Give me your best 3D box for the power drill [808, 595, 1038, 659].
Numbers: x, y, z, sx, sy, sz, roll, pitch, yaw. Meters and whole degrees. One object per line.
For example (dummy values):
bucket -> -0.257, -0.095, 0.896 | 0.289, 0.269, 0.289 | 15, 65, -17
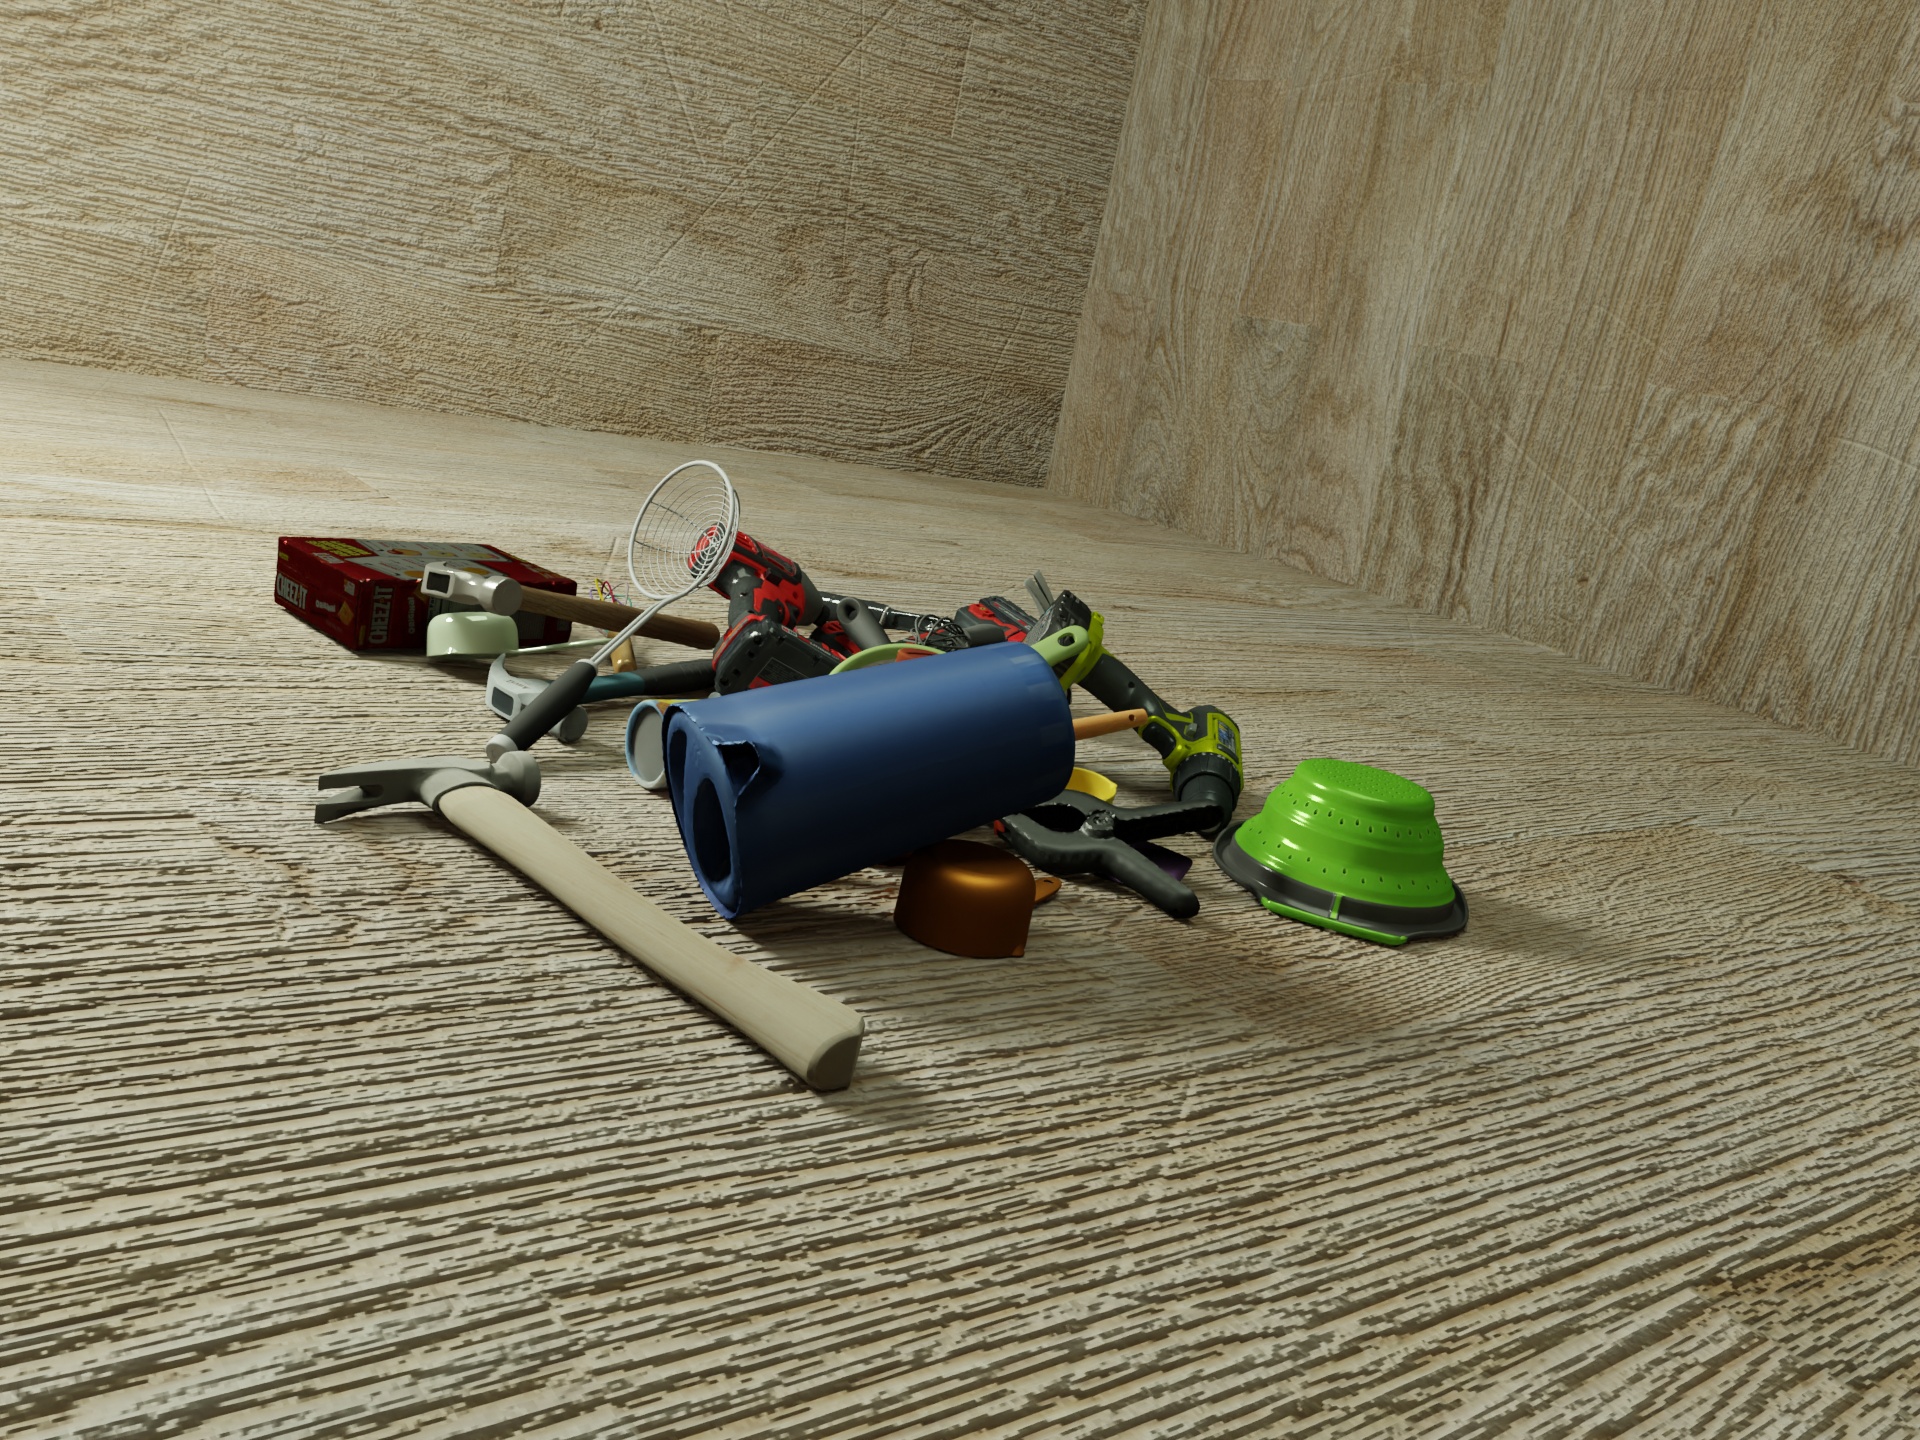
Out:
power drill -> -0.013, -0.044, 1.519 | 0.226, 0.080, 0.188 | -10, 33, -34

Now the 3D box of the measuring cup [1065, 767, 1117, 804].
measuring cup -> 0.111, 0.087, 1.267 | 0.062, 0.029, 0.157 | 3, 28, -20

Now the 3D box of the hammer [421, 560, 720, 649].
hammer -> -0.330, -0.096, 1.396 | 0.130, 0.031, 0.331 | 14, 2, 31

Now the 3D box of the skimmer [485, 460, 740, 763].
skimmer -> -0.284, -0.094, 1.268 | 0.127, 0.090, 0.363 | -18, 23, 32

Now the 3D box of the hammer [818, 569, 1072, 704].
hammer -> -0.068, -0.113, 1.722 | 0.409, 0.149, 0.036 | 12, 34, 28

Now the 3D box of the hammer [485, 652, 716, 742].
hammer -> -0.275, -0.032, 1.382 | 0.128, 0.033, 0.331 | 20, 16, 26

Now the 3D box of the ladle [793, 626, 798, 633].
ladle -> -0.188, -0.033, 1.395 | 0.069, 0.031, 0.316 | 35, 20, -12

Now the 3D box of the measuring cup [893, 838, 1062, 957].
measuring cup -> 0.027, 0.104, 1.048 | 0.095, 0.052, 0.173 | 20, 18, 28

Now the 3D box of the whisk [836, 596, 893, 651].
whisk -> -0.044, -0.029, 1.386 | 0.073, 0.073, 0.296 | 3, 32, -33

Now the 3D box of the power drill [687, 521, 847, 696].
power drill -> -0.162, -0.082, 1.405 | 0.143, 0.078, 0.220 | 30, 21, -32

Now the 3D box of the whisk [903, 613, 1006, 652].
whisk -> 0.002, -0.067, 1.392 | 0.055, 0.055, 0.239 | 16, 9, 16

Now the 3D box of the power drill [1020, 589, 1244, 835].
power drill -> 0.153, -0.001, 1.390 | 0.228, 0.080, 0.191 | 37, 22, -7

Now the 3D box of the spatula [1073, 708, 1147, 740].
spatula -> -0.003, 0.023, 1.178 | 0.322, 0.081, 0.041 | -11, -12, -20

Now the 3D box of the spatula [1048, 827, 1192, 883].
spatula -> 0.029, 0.073, 1.243 | 0.316, 0.018, 0.060 | 18, 36, 26

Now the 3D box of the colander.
colander -> 0.331, 0.074, 1.335 | 0.204, 0.094, 0.397 | 15, 14, 12

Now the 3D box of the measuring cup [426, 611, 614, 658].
measuring cup -> -0.374, -0.076, 1.353 | 0.167, 0.038, 0.083 | -4, -2, 12

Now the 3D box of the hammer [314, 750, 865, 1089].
hammer -> -0.210, 0.103, 0.897 | 0.411, 0.038, 0.146 | 24, 20, 40

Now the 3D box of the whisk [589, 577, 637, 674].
whisk -> -0.336, -0.090, 1.539 | 0.051, 0.047, 0.245 | -7, 22, -13

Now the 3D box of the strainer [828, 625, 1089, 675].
strainer -> -0.002, -0.004, 1.266 | 0.256, 0.069, 0.152 | -28, 65, -28
